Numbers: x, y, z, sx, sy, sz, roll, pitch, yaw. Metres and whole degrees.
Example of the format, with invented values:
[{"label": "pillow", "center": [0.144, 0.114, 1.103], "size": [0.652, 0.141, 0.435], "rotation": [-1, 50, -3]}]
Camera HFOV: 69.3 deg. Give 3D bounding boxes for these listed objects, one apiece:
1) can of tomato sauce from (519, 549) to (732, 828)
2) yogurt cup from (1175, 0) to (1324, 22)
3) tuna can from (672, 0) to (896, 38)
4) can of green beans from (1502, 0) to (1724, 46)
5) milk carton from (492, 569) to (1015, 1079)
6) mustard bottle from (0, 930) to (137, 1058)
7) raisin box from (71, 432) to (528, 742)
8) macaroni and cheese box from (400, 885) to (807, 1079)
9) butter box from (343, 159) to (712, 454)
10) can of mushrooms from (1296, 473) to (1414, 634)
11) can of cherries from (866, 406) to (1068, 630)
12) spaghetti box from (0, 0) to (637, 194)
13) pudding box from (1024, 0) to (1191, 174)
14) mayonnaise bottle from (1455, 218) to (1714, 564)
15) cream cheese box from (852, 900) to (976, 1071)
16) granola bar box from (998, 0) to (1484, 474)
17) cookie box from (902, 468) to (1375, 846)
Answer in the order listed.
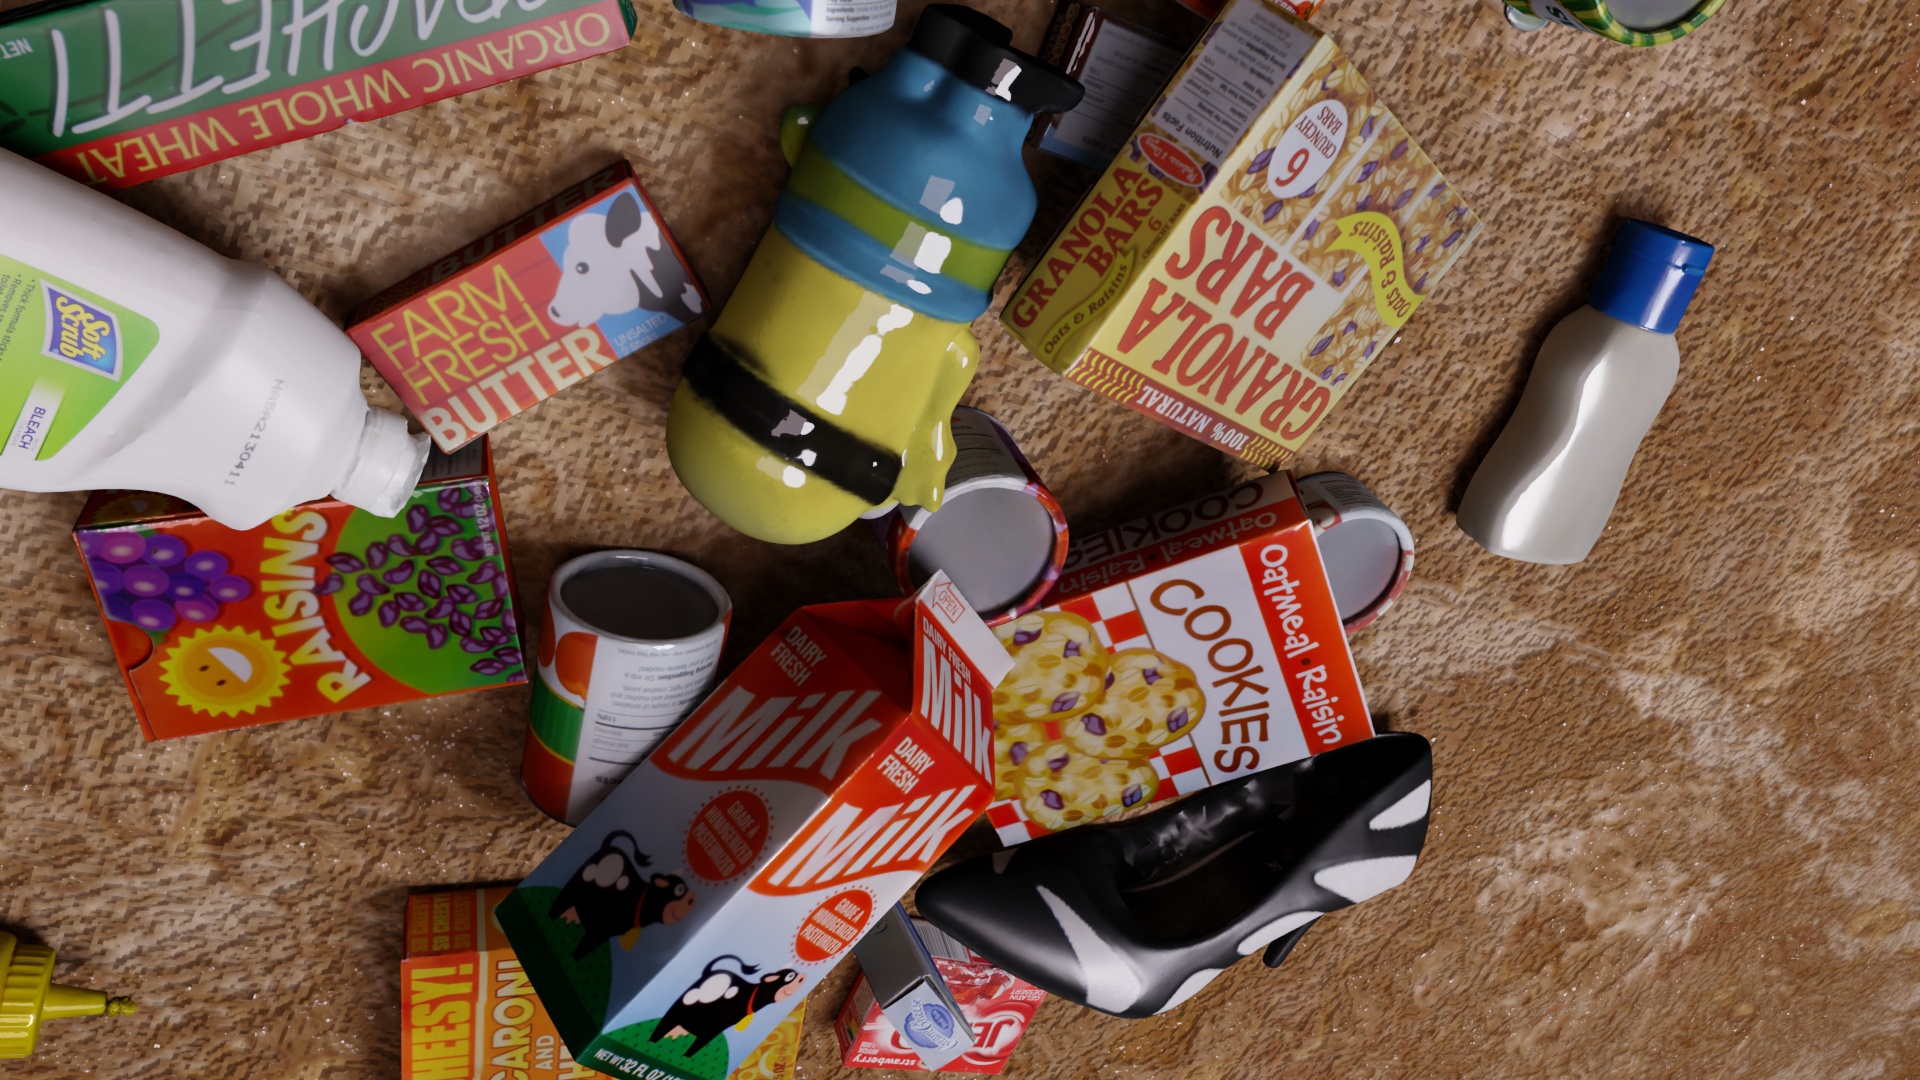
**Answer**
[{"label": "can of tomato sauce", "center": [-0.124, 0.053, 0.511], "size": [0.071, 0.071, 0.082], "rotation": [5, 118, -22]}, {"label": "yogurt cup", "center": [0.094, -0.192, 0.442], "size": [0.072, 0.073, 0.053], "rotation": [16, 121, -27]}, {"label": "tuna can", "center": [-0.053, -0.169, 0.403], "size": [0.071, 0.071, 0.032], "rotation": [-3, 122, -18]}, {"label": "can of green beans", "center": [0.228, -0.210, 0.481], "size": [0.071, 0.058, 0.071], "rotation": [-9, 122, -14]}, {"label": "milk carton", "center": [-0.059, 0.095, 0.487], "size": [0.191, 0.073, 0.072], "rotation": [-45, 139, -7]}, {"label": "mustard bottle", "center": [-0.384, 0.163, 0.493], "size": [0.160, 0.049, 0.065], "rotation": [12, 115, -26]}, {"label": "raisin box", "center": [-0.216, 0.016, 0.470], "size": [0.123, 0.040, 0.085], "rotation": [-8, 123, -14]}, {"label": "macaroni and cheese box", "center": [-0.153, 0.204, 0.605], "size": [0.167, 0.040, 0.123], "rotation": [1, 119, -20]}, {"label": "butter box", "center": [-0.139, -0.075, 0.452], "size": [0.103, 0.024, 0.053], "rotation": [-29, 126, -1]}, {"label": "can of mushrooms", "center": [0.159, 0.009, 0.603], "size": [0.071, 0.033, 0.070], "rotation": [-9, 122, -15]}, {"label": "can of cherries", "center": [0.002, -0.007, 0.522], "size": [0.071, 0.058, 0.071], "rotation": [-9, 122, -14]}, {"label": "spaghetti box", "center": [-0.217, -0.132, 0.388], "size": [0.250, 0.029, 0.050], "rotation": [-19, 125, -8]}, {"label": "pudding box", "center": [0.065, -0.147, 0.478], "size": [0.084, 0.030, 0.049], "rotation": [13, 114, -26]}, {"label": "mayonnaise bottle", "center": [0.270, -0.062, 0.596], "size": [0.065, 0.041, 0.147], "rotation": [6, 116, -24]}, {"label": "cream cheese box", "center": [-0.032, 0.168, 0.588], "size": [0.024, 0.104, 0.053], "rotation": [-33, 127, -6]}, {"label": "granola bar box", "center": [0.103, -0.095, 0.478], "size": [0.124, 0.039, 0.165], "rotation": [-53, 147, 16]}, {"label": "cookie box", "center": [0.074, 0.052, 0.572], "size": [0.167, 0.040, 0.122], "rotation": [-19, 125, 10]}]
